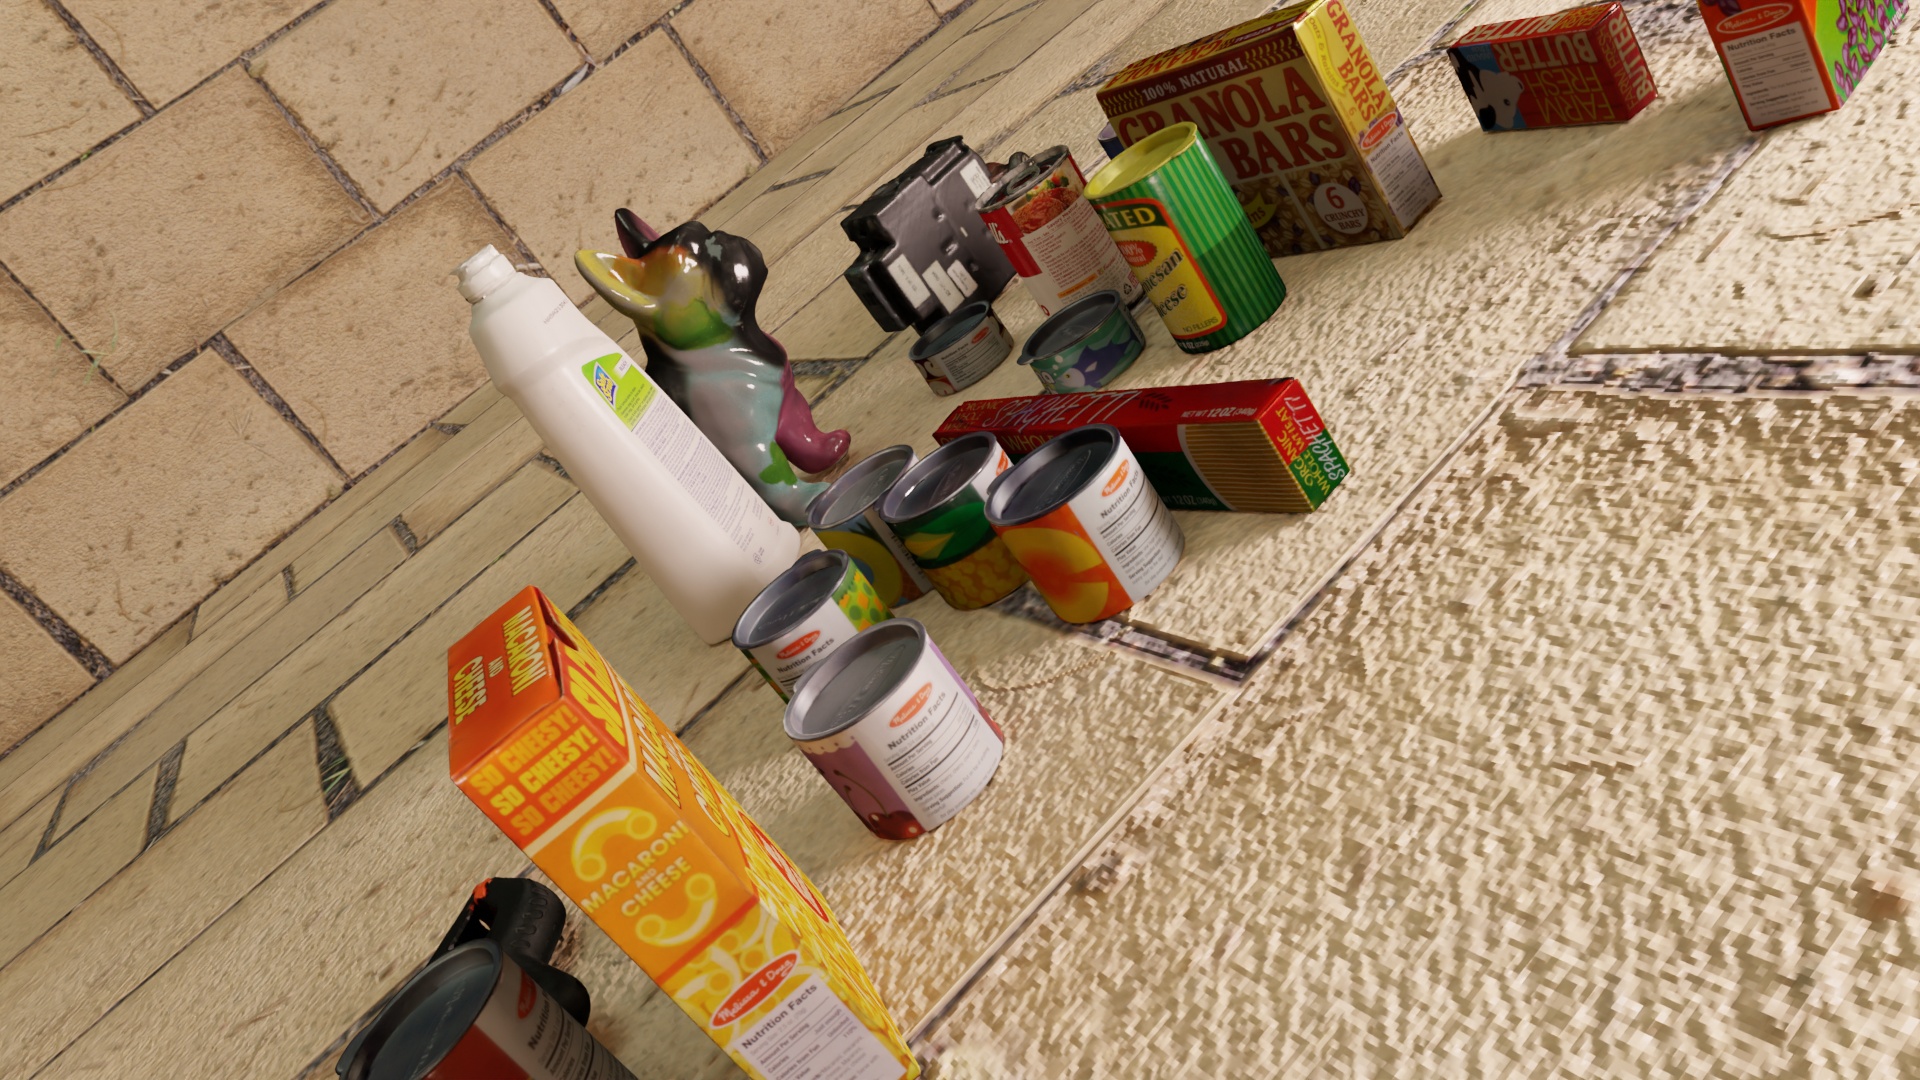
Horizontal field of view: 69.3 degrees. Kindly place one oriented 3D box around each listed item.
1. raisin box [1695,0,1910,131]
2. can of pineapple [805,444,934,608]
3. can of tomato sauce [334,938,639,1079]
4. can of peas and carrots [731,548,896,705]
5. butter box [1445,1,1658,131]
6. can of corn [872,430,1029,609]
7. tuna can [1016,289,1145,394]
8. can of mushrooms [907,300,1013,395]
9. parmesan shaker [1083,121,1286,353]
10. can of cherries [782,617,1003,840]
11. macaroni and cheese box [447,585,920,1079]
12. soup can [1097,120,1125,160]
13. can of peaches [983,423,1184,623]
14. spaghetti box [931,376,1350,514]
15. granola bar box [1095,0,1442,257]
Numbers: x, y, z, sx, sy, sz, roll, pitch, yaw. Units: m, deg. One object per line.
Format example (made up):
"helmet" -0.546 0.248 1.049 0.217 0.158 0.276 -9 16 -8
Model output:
"raisin box" 0.335 -0.246 0.567 0.086 0.123 0.040 -47 24 -24
"can of pineapple" -0.037 -0.007 0.717 0.071 0.057 0.071 -30 23 14
"can of tomato sauce" -0.155 0.188 0.467 0.071 0.083 0.071 -30 23 14
"can of peas and carrots" -0.062 0.046 0.647 0.071 0.058 0.071 -30 23 14
"butter box" 0.295 -0.235 0.697 0.024 0.053 0.103 -39 22 -8
"can of corn" 0.002 -0.008 0.662 0.071 0.058 0.071 -30 23 14
"tuna can" 0.069 -0.111 0.803 0.071 0.032 0.071 -30 23 14
"can of mushrooms" 0.000 -0.131 0.941 0.071 0.033 0.071 -30 23 14
"parmesan shaker" 0.120 -0.157 0.728 0.071 0.103 0.071 -30 23 14
"can of cherries" -0.027 0.073 0.542 0.071 0.058 0.072 -30 23 14
"macaroni and cheese box" -0.091 0.098 0.443 0.040 0.166 0.124 -40 22 -8
"soup can" 0.137 -0.244 0.902 0.071 0.083 0.071 -30 23 14
"can of peaches" 0.051 -0.007 0.589 0.071 0.058 0.071 -30 23 14
"spaghetti box" 0.069 -0.042 0.644 0.029 0.050 0.250 -46 24 -22
"granola bar box" 0.162 -0.216 0.757 0.039 0.124 0.165 -44 23 -19
